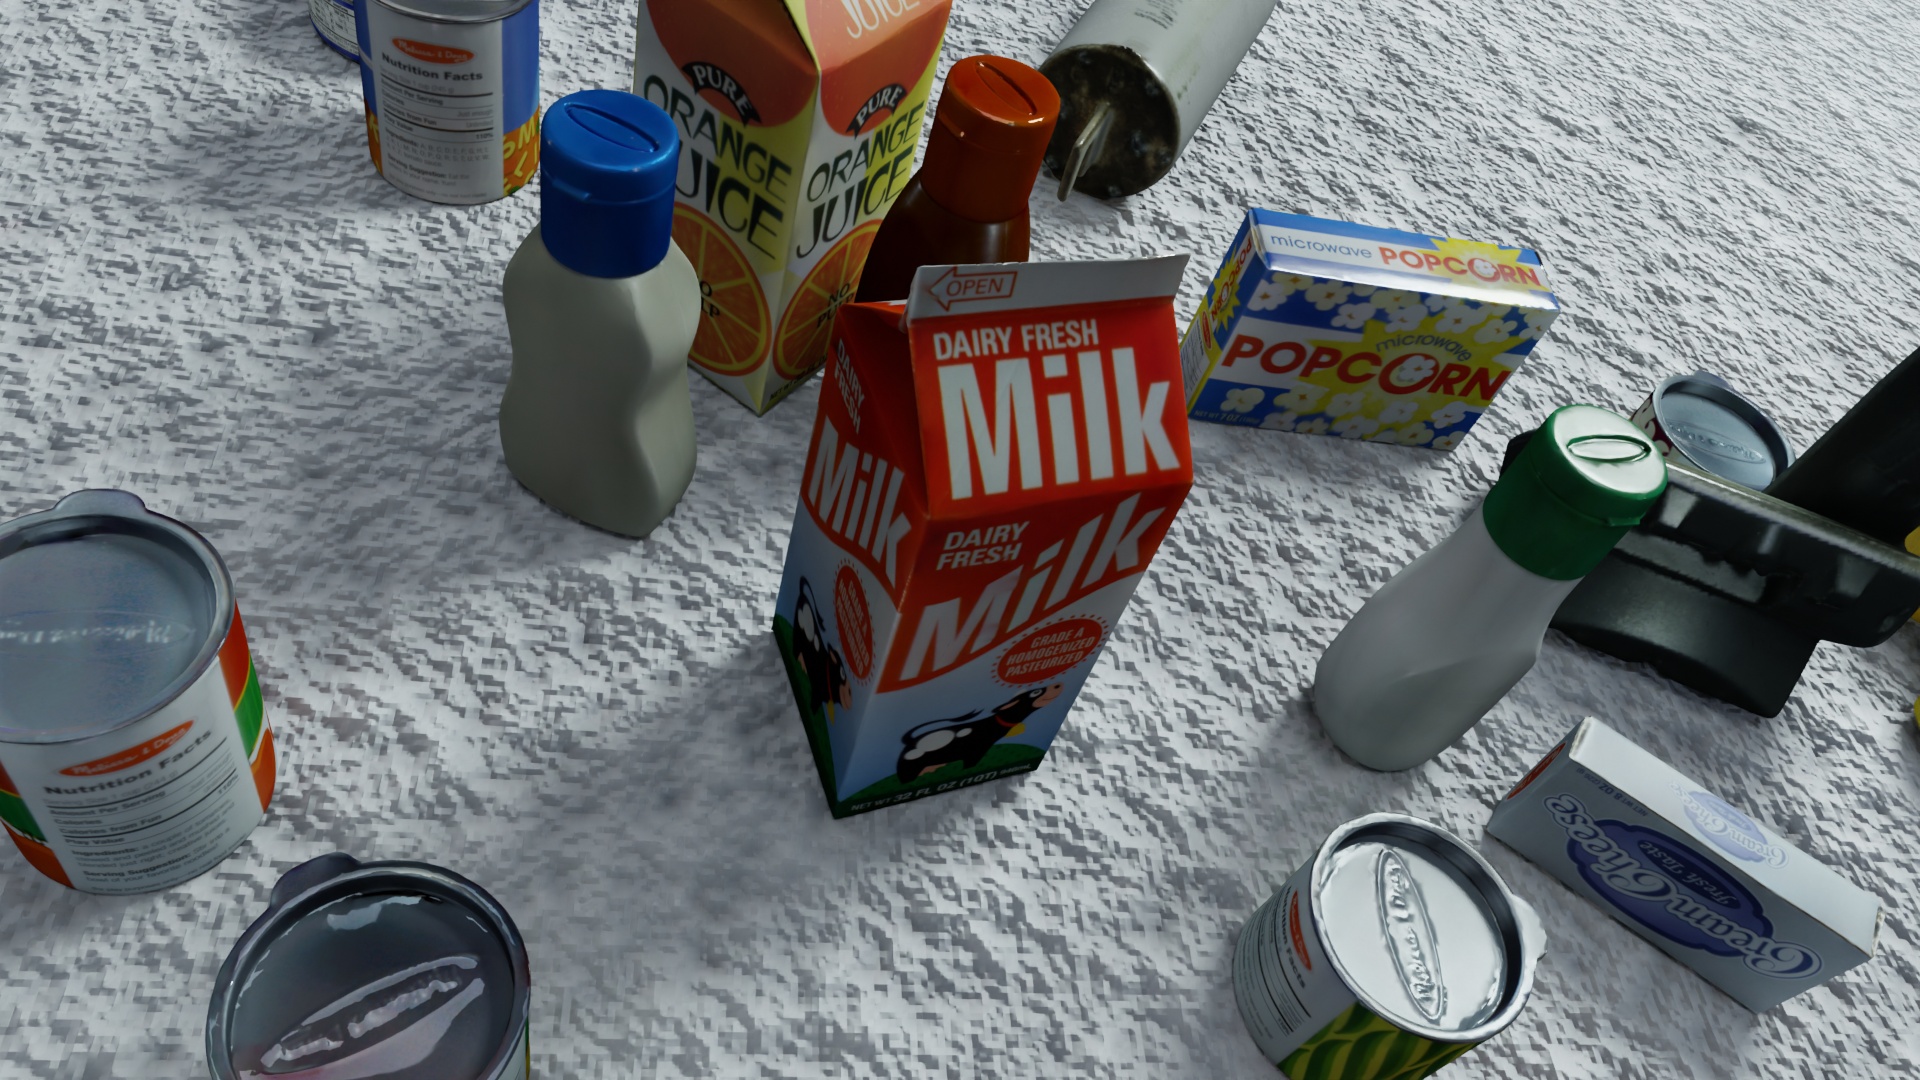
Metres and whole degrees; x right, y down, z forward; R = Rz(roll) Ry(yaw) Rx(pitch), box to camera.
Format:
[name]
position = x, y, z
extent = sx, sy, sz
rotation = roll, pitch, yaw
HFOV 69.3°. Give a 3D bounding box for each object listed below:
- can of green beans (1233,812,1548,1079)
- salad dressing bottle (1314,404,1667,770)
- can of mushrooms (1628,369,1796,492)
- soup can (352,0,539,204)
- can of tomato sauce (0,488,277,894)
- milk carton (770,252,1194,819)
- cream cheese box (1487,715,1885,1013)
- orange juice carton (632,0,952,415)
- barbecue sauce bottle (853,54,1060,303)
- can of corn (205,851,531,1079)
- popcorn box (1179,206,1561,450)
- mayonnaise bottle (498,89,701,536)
[can of green beans]
position = 0.120, 0.121, 0.401
extent = 0.071, 0.057, 0.071
rotation = 8, 51, -10
[salad dressing bottle]
position = 0.163, 0.019, 0.438
extent = 0.064, 0.146, 0.044
rotation = -2, 53, -19
[can of mushrooms]
position = 0.324, -0.040, 0.608
extent = 0.071, 0.033, 0.071
rotation = 8, 51, -10
[soup can]
position = -0.195, -0.184, 0.534
extent = 0.071, 0.083, 0.072
rotation = 8, 51, -10
[can of tomato sauce]
position = -0.213, 0.040, 0.349
extent = 0.071, 0.082, 0.071
rotation = 8, 51, -10
[milk carton]
position = 0.001, -0.005, 0.380
extent = 0.072, 0.189, 0.074
rotation = -9, 56, -23
[cream cheese box]
position = 0.232, 0.106, 0.451
extent = 0.104, 0.053, 0.024
rotation = 34, 51, 11
[orange juice carton]
position = -0.061, -0.142, 0.470
extent = 0.073, 0.191, 0.072
rotation = 36, 51, 13
[barbecue sauce bottle]
position = -0.004, -0.092, 0.476
extent = 0.044, 0.147, 0.065
rotation = -25, 63, -31
[can of corn]
position = -0.137, 0.116, 0.328
extent = 0.071, 0.058, 0.071
rotation = 8, 51, -10
[popcorn box]
position = 0.160, -0.083, 0.560
extent = 0.127, 0.084, 0.038
rotation = 5, 51, -13
[mayonnaise bottle]
position = -0.108, -0.065, 0.423
extent = 0.065, 0.147, 0.041
rotation = 27, 50, 5
